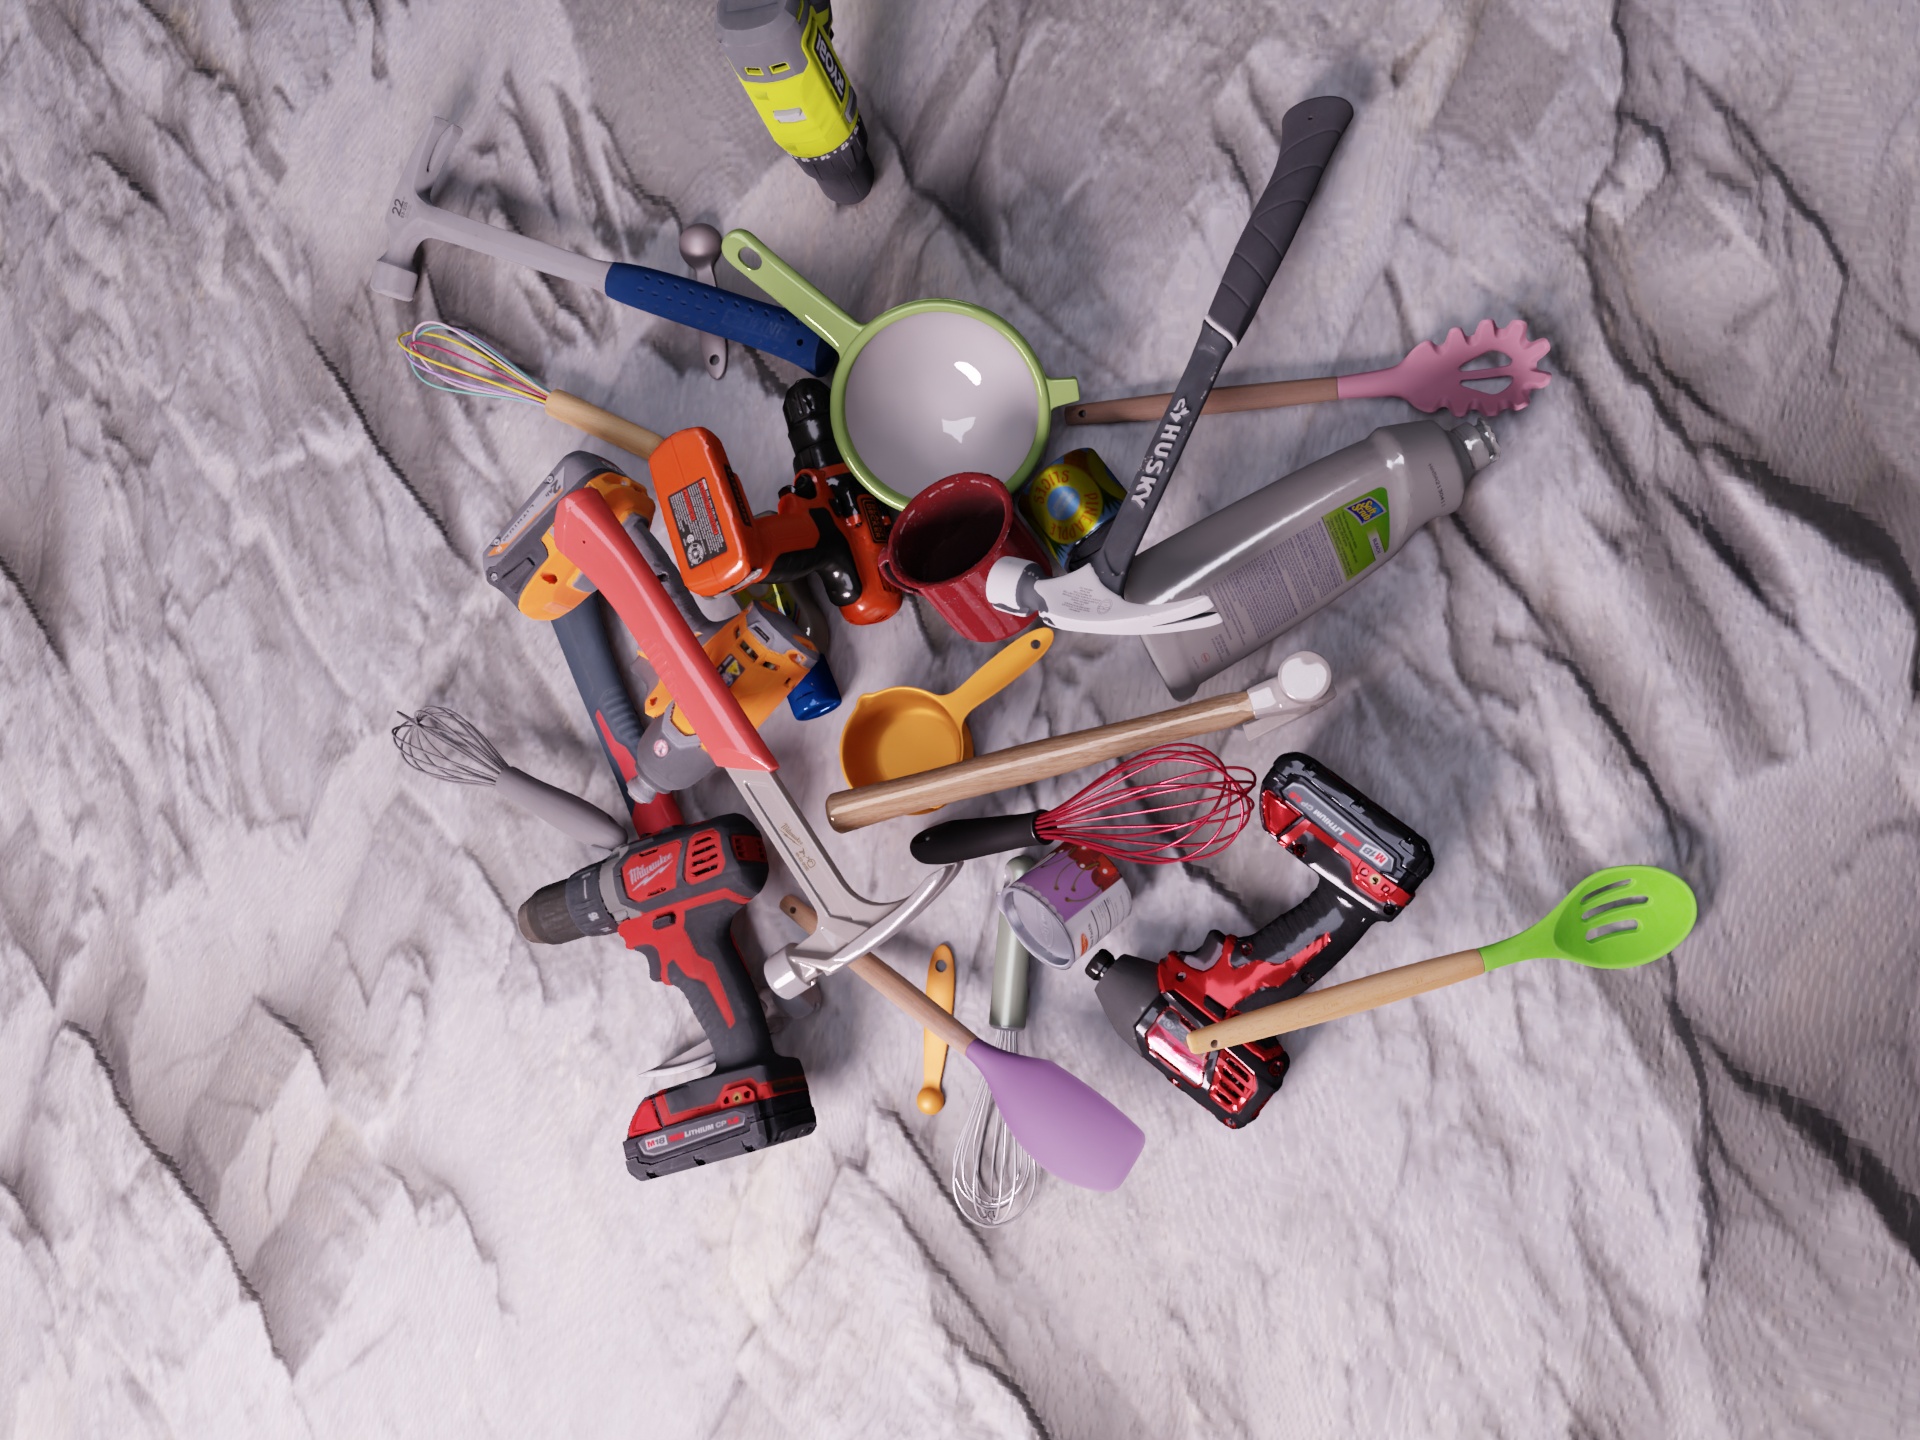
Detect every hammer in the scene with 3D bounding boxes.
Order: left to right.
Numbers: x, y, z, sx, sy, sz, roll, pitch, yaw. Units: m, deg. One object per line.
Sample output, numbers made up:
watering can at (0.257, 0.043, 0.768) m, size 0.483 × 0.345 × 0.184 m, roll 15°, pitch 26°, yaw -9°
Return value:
hammer at (-0.272, -0.343, 1.204) m, size 0.406 × 0.035 × 0.144 m, roll 21°, pitch 100°, yaw 19°
hammer at (-0.241, 0.065, 1.166) m, size 0.143 × 0.038 × 0.386 m, roll -29°, pitch 77°, yaw 14°
hammer at (-0.150, -0.006, 1.028) m, size 0.149 × 0.036 × 0.359 m, roll -37°, pitch 79°, yaw 20°
hammer at (0.073, 0.019, 1.015) m, size 0.331 × 0.130 × 0.031 m, roll -15°, pitch 81°, yaw 11°
hammer at (0.163, -0.233, 1.017) m, size 0.149 × 0.036 × 0.409 m, roll 17°, pitch 74°, yaw 32°

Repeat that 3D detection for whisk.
whisk at (-0.334, 0.043, 1.172) m, size 0.239 × 0.055 × 0.055 m, roll 24°, pitch 92°, yaw 27°
whisk at (-0.334, -0.252, 1.225) m, size 0.245 × 0.047 × 0.051 m, roll 26°, pitch 91°, yaw 15°
whisk at (0.031, 0.214, 1.066) m, size 0.059 × 0.058 × 0.246 m, roll 8°, pitch 83°, yaw -17°
whisk at (0.067, 0.065, 1.003) m, size 0.296 × 0.073 × 0.073 m, roll -14°, pitch 79°, yaw 47°

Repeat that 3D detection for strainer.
strainer at (-0.052, -0.252, 1.092) m, size 0.256 × 0.069 × 0.151 m, roll 38°, pitch 113°, yaw -8°

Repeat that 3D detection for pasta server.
pasta server at (0.221, -0.218, 1.051) m, size 0.316 × 0.040 × 0.060 m, roll -2°, pitch 95°, yaw 18°

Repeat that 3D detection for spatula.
spatula at (-0.012, 0.204, 1.056) m, size 0.316 × 0.018 × 0.060 m, roll 33°, pitch 93°, yaw 30°

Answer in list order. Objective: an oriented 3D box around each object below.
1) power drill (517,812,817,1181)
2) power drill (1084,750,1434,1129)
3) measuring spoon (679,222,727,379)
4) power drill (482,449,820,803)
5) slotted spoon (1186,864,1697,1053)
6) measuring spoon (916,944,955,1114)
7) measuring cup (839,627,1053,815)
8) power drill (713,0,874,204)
power drill at (-0.203, 0.191, 1.085) m, size 0.188 × 0.080 × 0.227 m, roll -19°, pitch 77°, yaw 17°
power drill at (0.185, 0.133, 1.009) m, size 0.143 × 0.078 × 0.219 m, roll 38°, pitch 99°, yaw 17°
measuring spoon at (-0.193, -0.318, 1.200) m, size 0.034 × 0.018 × 0.124 m, roll -11°, pitch 82°, yaw 16°
power drill at (-0.227, -0.061, 1.112) m, size 0.226 × 0.084 × 0.164 m, roll 44°, pitch 97°, yaw 15°
slotted spoon at (0.286, 0.149, 0.952) m, size 0.313 × 0.031 × 0.070 m, roll -16°, pitch 109°, yaw -3°
measuring spoon at (-0.018, 0.213, 1.094) m, size 0.021 × 0.011 × 0.117 m, roll 4°, pitch 86°, yaw 18°
measuring cup at (-0.002, -0.003, 1.093) m, size 0.173 × 0.052 × 0.095 m, roll -38°, pitch 77°, yaw 5°
power drill at (-0.097, -0.499, 1.118) m, size 0.080 × 0.190 × 0.229 m, roll 0°, pitch 70°, yaw 17°
